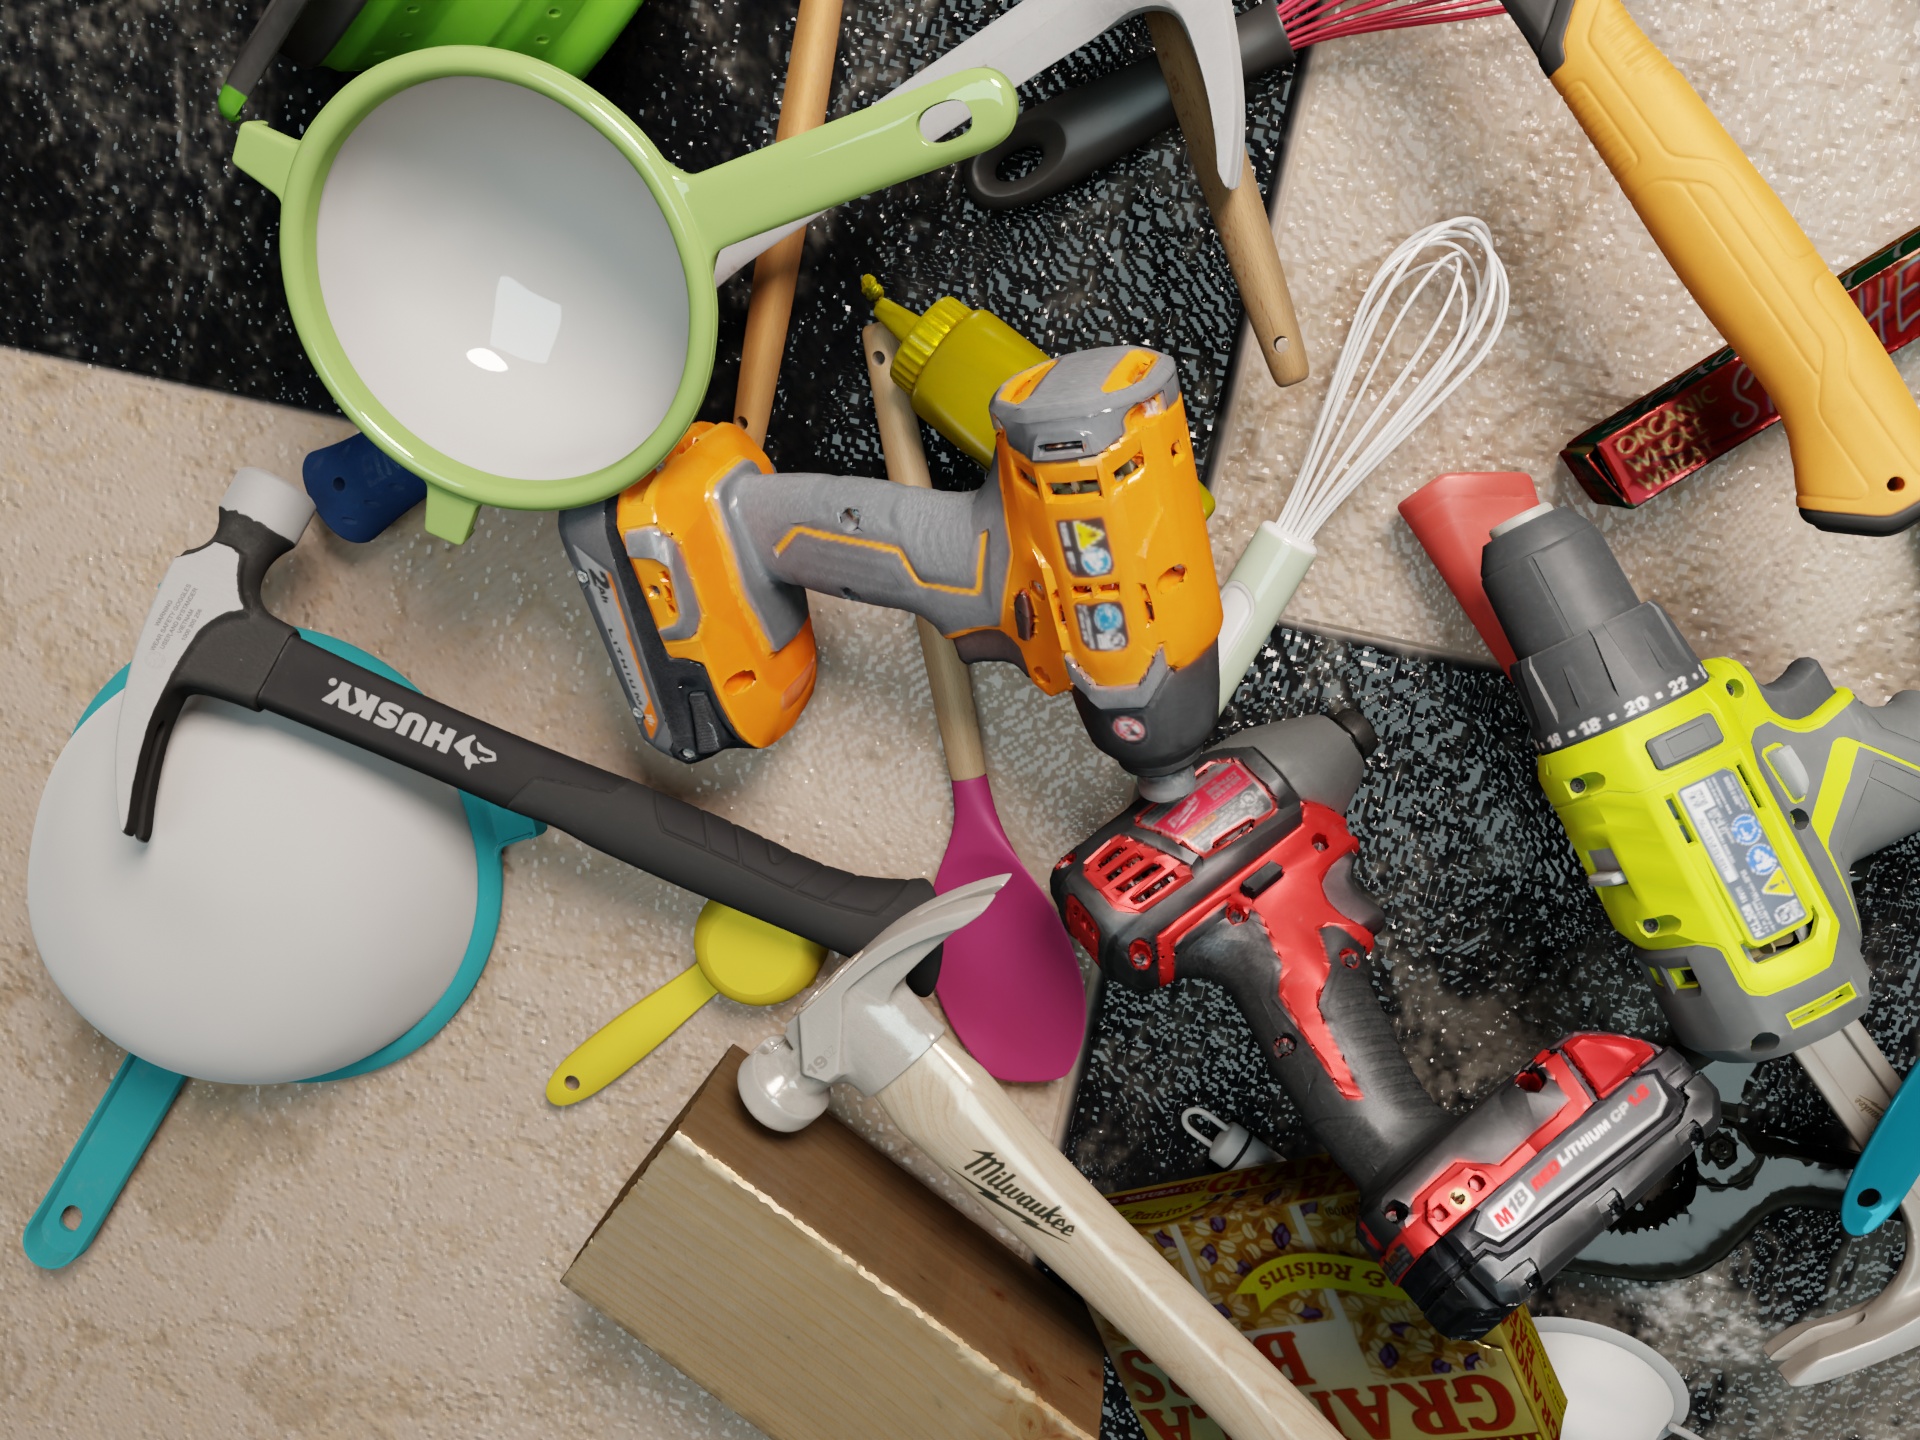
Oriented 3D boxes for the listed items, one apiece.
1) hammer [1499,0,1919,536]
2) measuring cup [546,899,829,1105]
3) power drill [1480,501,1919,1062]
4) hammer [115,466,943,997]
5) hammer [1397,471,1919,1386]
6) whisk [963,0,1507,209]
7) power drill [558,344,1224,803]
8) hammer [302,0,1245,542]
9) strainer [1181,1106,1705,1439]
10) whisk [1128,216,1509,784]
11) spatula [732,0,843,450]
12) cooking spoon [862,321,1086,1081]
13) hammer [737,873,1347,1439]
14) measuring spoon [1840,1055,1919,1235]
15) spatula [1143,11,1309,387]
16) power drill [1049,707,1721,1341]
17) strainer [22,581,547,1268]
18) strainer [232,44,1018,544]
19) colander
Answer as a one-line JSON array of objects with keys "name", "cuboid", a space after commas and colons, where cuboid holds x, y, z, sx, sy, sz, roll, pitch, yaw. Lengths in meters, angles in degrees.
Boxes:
[{"name": "hammer", "cuboid": [0.211, -0.207, 0.498, 0.127, 0.034, 0.337, -34, 87, 25]}, {"name": "measuring cup", "cuboid": [-0.123, 0.124, 0.684, 0.156, 0.029, 0.062, -38, 94, 10]}, {"name": "power drill", "cuboid": [0.303, -0.016, 0.540, 0.228, 0.080, 0.190, -24, 84, -6]}, {"name": "hammer", "cuboid": [-0.160, 0.034, 0.628, 0.334, 0.035, 0.146, 24, 74, -8]}, {"name": "hammer", "cuboid": [0.271, 0.063, 0.593, 0.149, 0.036, 0.359, -35, 87, 9]}, {"name": "whisk", "cuboid": [0.133, -0.255, 0.567, 0.296, 0.073, 0.073, -21, 97, 17]}, {"name": "power drill", "cuboid": [-0.017, -0.039, 0.577, 0.226, 0.084, 0.164, -2, 121, 26]}, {"name": "hammer", "cuboid": [-0.086, -0.169, 0.584, 0.405, 0.035, 0.144, -26, 98, 22]}, {"name": "strainer", "cuboid": [0.197, 0.242, 0.658, 0.258, 0.050, 0.086, 36, 129, 5]}, {"name": "whisk", "cuboid": [0.129, -0.076, 0.606, 0.058, 0.059, 0.246, 43, 112, 38]}, {"name": "spatula", "cuboid": [-0.059, -0.258, 0.598, 0.081, 0.041, 0.322, 17, 104, 20]}, {"name": "cooking spoon", "cuboid": [-0.001, -0.002, 0.650, 0.069, 0.017, 0.319, -7, 100, 27]}, {"name": "hammer", "cuboid": [0.100, 0.240, 0.608, 0.410, 0.038, 0.146, 46, 119, 0]}, {"name": "measuring spoon", "cuboid": [0.340, 0.124, 0.562, 0.042, 0.021, 0.128, 19, 105, 1]}, {"name": "spatula", "cuboid": [0.061, -0.265, 0.540, 0.082, 0.044, 0.317, -18, 97, 19]}, {"name": "power drill", "cuboid": [0.151, 0.095, 0.579, 0.143, 0.078, 0.220, -35, 63, -14]}, {"name": "strainer", "cuboid": [-0.344, 0.121, 0.680, 0.211, 0.095, 0.340, 34, 102, 0]}, {"name": "strainer", "cuboid": [-0.099, -0.166, 0.530, 0.256, 0.069, 0.151, -15, 114, 17]}, {"name": "colander", "cuboid": [-0.106, -0.349, 0.540, 0.094, 0.205, 0.397, 31, 103, -32]}]
